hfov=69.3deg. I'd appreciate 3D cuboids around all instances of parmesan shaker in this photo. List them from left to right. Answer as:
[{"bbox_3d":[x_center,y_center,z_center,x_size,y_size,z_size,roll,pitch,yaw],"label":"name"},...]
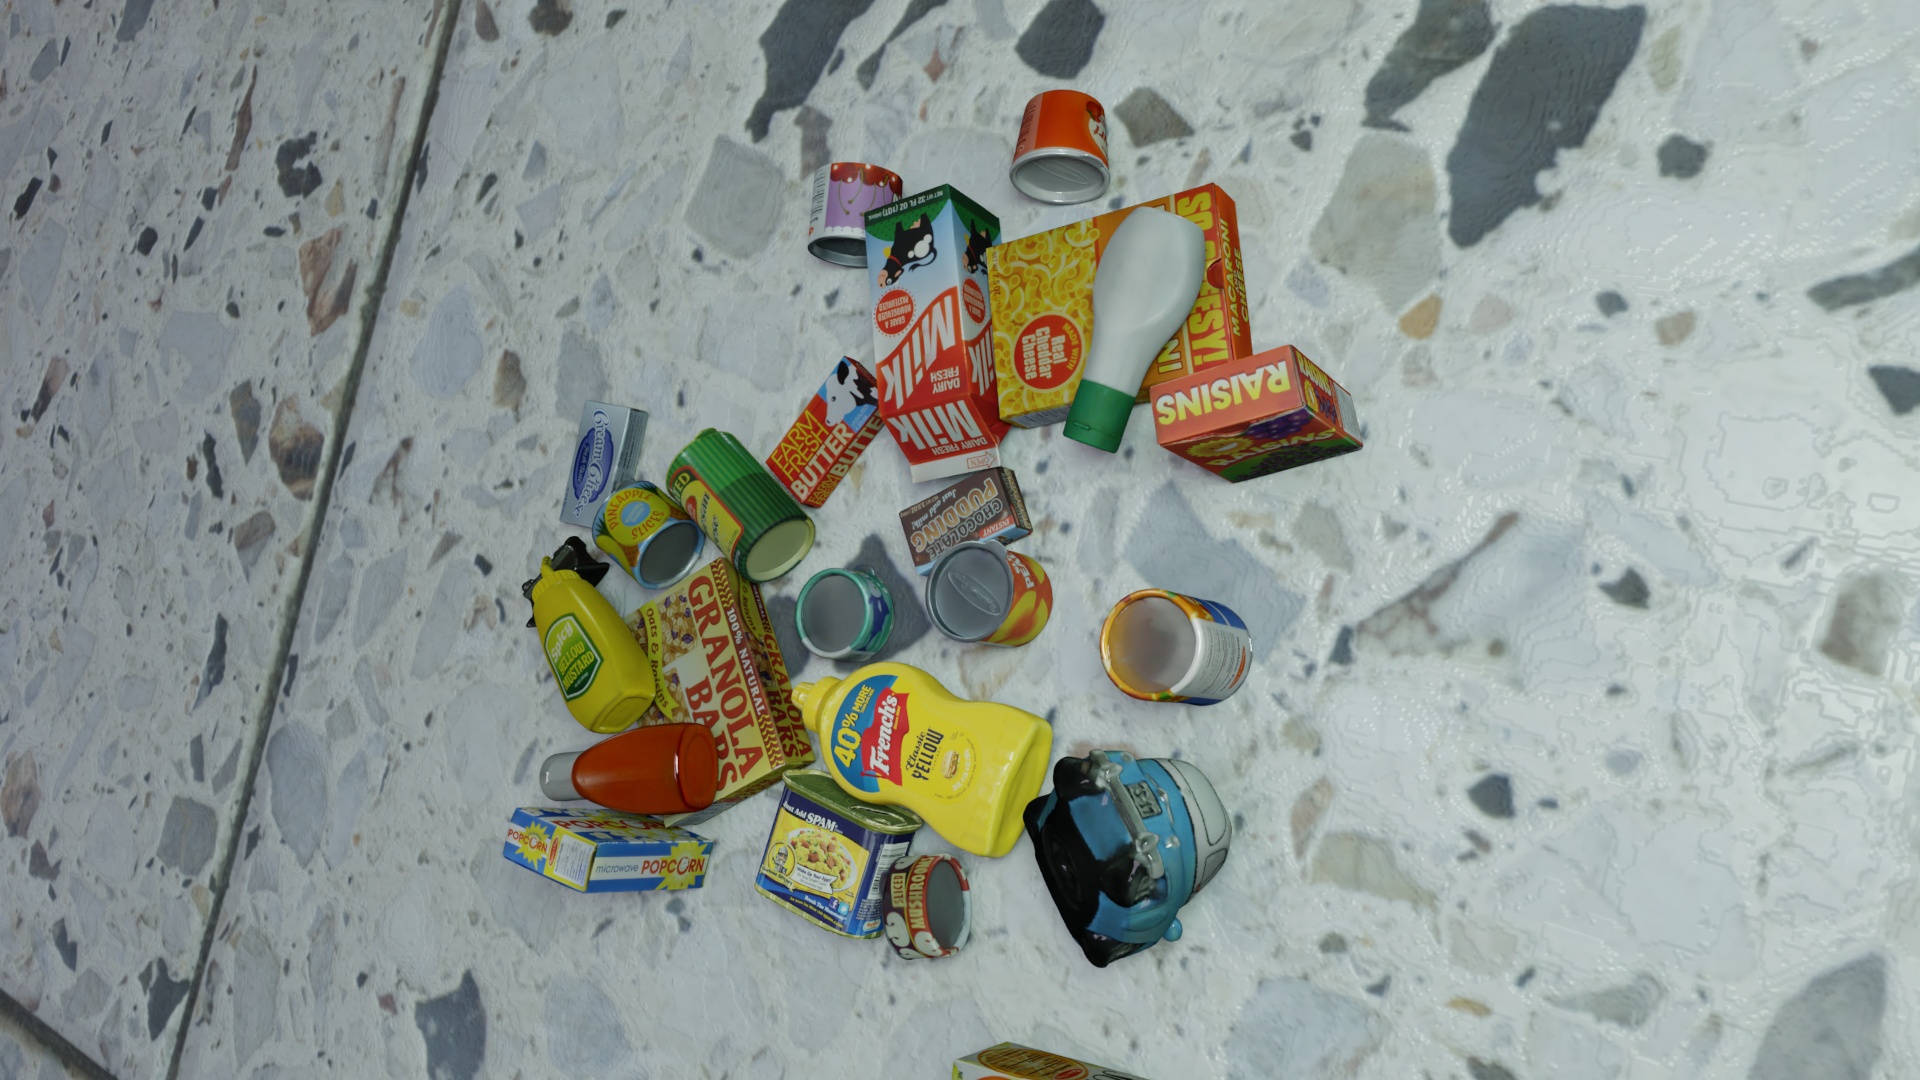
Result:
[{"bbox_3d":[-0.163,-0.026,1.028,0.103,0.071,0.071,45,105,28],"label":"parmesan shaker"}]

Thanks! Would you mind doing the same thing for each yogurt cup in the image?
[{"bbox_3d":[0.069,-0.266,0.937,0.072,0.072,0.054,-4,72,30],"label":"yogurt cup"}]

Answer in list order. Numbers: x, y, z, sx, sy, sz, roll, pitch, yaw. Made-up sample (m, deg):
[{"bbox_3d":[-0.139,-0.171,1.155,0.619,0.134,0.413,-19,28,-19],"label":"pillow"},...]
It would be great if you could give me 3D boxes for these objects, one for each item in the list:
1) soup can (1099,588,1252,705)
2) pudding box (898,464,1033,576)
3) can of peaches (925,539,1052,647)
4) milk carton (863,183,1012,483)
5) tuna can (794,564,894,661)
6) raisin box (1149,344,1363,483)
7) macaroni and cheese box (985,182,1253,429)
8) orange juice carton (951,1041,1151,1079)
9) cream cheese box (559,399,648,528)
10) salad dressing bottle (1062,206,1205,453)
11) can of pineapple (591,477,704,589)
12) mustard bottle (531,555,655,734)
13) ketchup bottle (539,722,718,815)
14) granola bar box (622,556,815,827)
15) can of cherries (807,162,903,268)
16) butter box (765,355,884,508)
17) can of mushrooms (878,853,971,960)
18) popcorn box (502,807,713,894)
[{"bbox_3d":[0.127,0.064,0.834,0.071,0.084,0.071,-5,79,30],"label":"soup can"},{"bbox_3d":[0.003,-0.012,0.951,0.083,0.030,0.050,-26,71,25],"label":"pudding box"},{"bbox_3d":[0.021,0.035,0.917,0.071,0.058,0.071,-6,78,30],"label":"can of peaches"},{"bbox_3d":[-0.011,-0.137,0.956,0.072,0.073,0.191,-11,77,29],"label":"milk carton"},{"bbox_3d":[-0.083,0.050,0.990,0.071,0.033,0.071,-5,80,30],"label":"tuna can"},{"bbox_3d":[0.173,-0.070,0.806,0.086,0.123,0.040,-14,75,28],"label":"raisin box"},{"bbox_3d":[0.101,-0.150,0.911,0.166,0.040,0.124,-11,77,29],"label":"macaroni and cheese box"},{"bbox_3d":[0.090,0.357,0.814,0.192,0.073,0.072,3,84,30],"label":"orange juice carton"},{"bbox_3d":[-0.292,-0.061,1.137,0.053,0.024,0.104,10,87,30],"label":"cream cheese box"},{"bbox_3d":[0.104,-0.128,0.857,0.064,0.044,0.147,23,96,29],"label":"salad dressing bottle"},{"bbox_3d":[-0.241,-0.005,1.071,0.058,0.071,0.071,36,101,29],"label":"can of pineapple"},{"bbox_3d":[-0.289,0.071,1.054,0.065,0.049,0.161,-47,61,17],"label":"mustard bottle"},{"bbox_3d":[-0.245,0.169,1.014,0.148,0.043,0.065,-10,77,32],"label":"ketchup bottle"},{"bbox_3d":[-0.187,0.113,1.037,0.124,0.039,0.166,-31,67,25],"label":"granola bar box"},{"bbox_3d":[-0.074,-0.237,1.016,0.071,0.071,0.058,-1,81,31],"label":"can of cherries"},{"bbox_3d":[-0.095,-0.079,1.024,0.053,0.024,0.103,46,105,29],"label":"butter box"},{"bbox_3d":[-0.022,0.236,0.902,0.033,0.071,0.071,-11,77,27],"label":"can of mushrooms"},{"bbox_3d":[-0.254,0.224,1.007,0.085,0.126,0.038,12,85,31],"label":"popcorn box"}]
